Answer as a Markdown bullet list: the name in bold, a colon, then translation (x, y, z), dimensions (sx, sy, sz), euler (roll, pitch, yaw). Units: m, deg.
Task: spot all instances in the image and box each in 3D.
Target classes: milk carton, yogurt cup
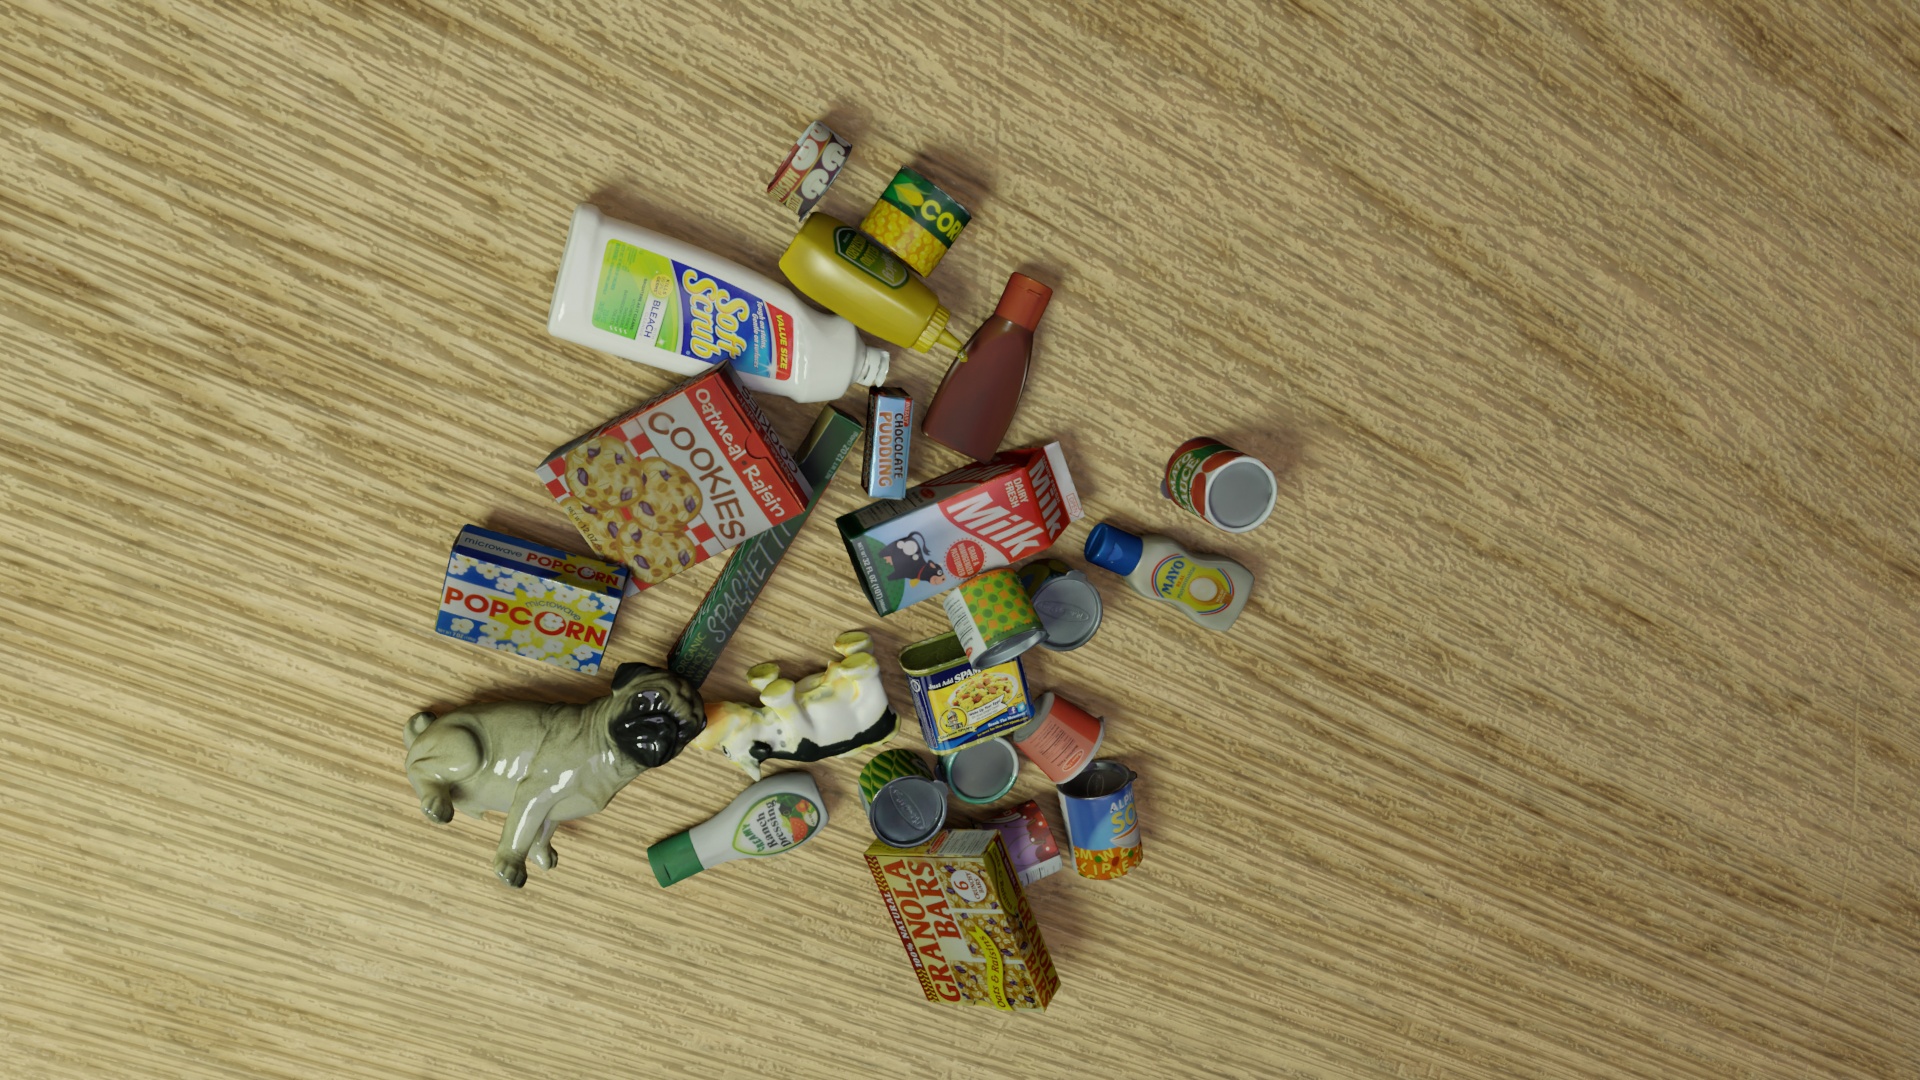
- **milk carton**: translation (0.004, -0.014, 1.120), dimensions (0.191, 0.073, 0.072), euler (-23, 108, -8)
- **yogurt cup**: translation (0.082, 0.167, 1.195), dimensions (0.054, 0.072, 0.072), euler (39, 92, -12)

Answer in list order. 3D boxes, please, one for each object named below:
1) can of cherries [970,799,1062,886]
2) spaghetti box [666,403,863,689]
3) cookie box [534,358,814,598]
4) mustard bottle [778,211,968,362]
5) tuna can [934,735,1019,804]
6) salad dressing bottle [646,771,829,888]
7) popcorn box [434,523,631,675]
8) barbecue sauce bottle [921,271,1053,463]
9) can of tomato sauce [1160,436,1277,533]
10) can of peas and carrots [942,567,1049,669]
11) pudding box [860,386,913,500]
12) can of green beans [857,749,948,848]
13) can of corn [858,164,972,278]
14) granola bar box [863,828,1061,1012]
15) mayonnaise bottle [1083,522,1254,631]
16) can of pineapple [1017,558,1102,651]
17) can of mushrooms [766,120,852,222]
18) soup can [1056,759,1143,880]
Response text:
- **can of cherries**: translation (0.049, 0.265, 1.211), dimensions (0.058, 0.071, 0.071), euler (-23, 109, -8)
- **spaghetti box**: translation (-0.156, 0.006, 1.095), dimensions (0.028, 0.050, 0.250), euler (32, 95, -18)
- **cookie box**: translation (-0.213, -0.044, 1.039), dimensions (0.167, 0.040, 0.122), euler (-25, 111, 17)
- **mustard bottle**: translation (-0.058, -0.185, 1.054), dimensions (0.160, 0.066, 0.048), euler (32, 127, -13)
- **tuna can**: translation (0.014, 0.193, 1.199), dimensions (0.071, 0.033, 0.071), euler (-4, 105, -14)
- **salad dressing bottle**: translation (-0.184, 0.242, 1.153), dimensions (0.148, 0.044, 0.064), euler (-23, 110, -8)
- **popcorn box**: translation (-0.323, 0.045, 1.046), dimensions (0.127, 0.038, 0.084), euler (17, 124, -13)
- **barbecue sauce bottle**: translation (0.026, -0.140, 1.109), dimensions (0.065, 0.044, 0.148), euler (24, 97, -16)
- **can of tomato sauce**: translation (0.215, -0.046, 1.163), dimensions (0.071, 0.083, 0.071), euler (-4, 105, -14)
- **can of peas and carrots**: translation (0.029, 0.061, 1.104), dimensions (0.071, 0.070, 0.059), euler (-24, 72, -8)
- **pudding box**: translation (-0.058, -0.077, 1.099), dimensions (0.030, 0.050, 0.083), euler (3, 104, -14)
- **can of green beans**: translation (-0.050, 0.218, 1.175), dimensions (0.071, 0.058, 0.071), euler (-4, 105, -14)
- **can of corn**: translation (-0.033, -0.240, 1.052), dimensions (0.071, 0.071, 0.058), euler (35, 95, -20)
- **granola bar box**: translation (0.001, 0.325, 1.189), dimensions (0.124, 0.039, 0.165), euler (-7, 113, 34)
- **mayonnaise bottle**: translation (0.177, 0.027, 1.194), dimensions (0.148, 0.041, 0.064), euler (21, 100, -20)
- **can of pineapple**: translation (0.080, 0.052, 1.166), dimensions (0.071, 0.058, 0.070), euler (-4, 106, -14)
- **can of mushrooms**: translation (-0.113, -0.272, 1.024), dimensions (0.033, 0.071, 0.071), euler (34, 94, -20)
- **soup can**: translation (0.126, 0.246, 1.224), dimensions (0.071, 0.071, 0.083), euler (-15, 108, -11)
